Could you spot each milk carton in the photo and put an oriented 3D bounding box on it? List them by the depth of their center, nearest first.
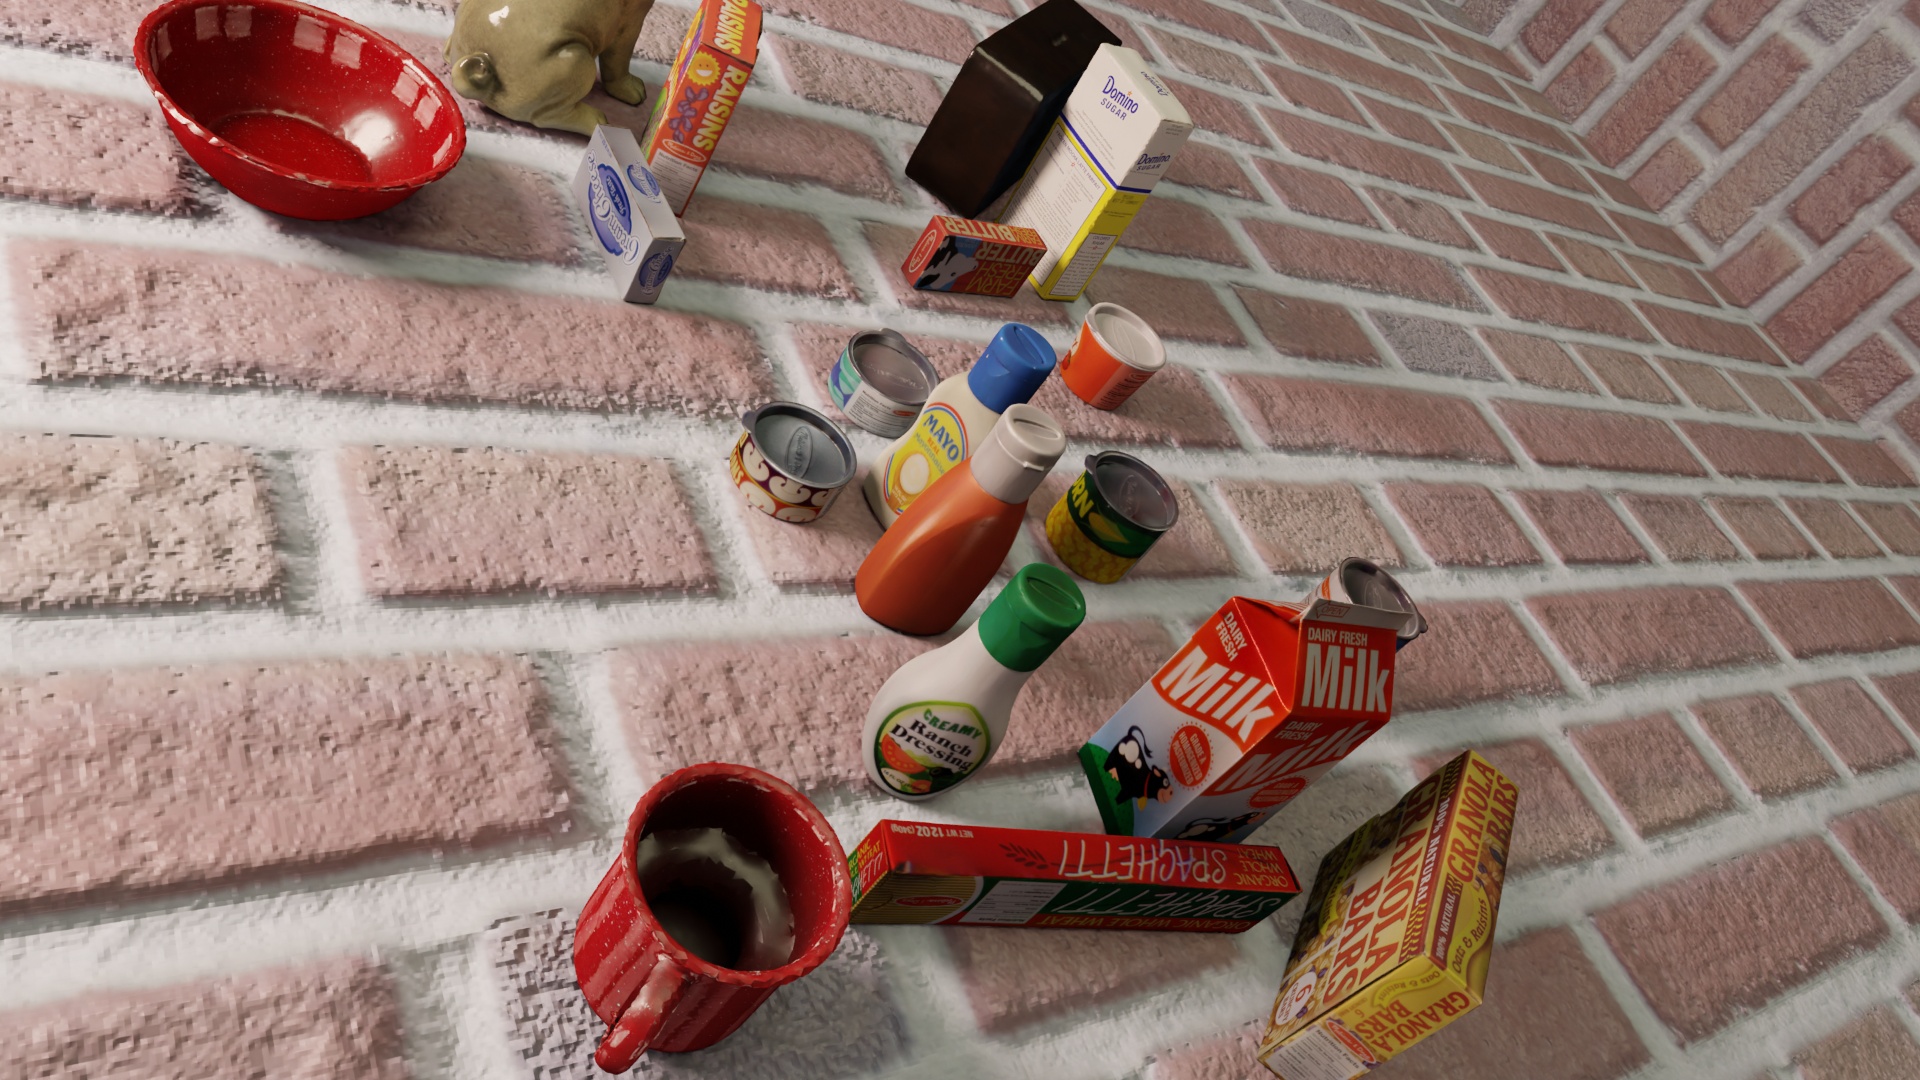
[{"bbox_3d":[0.148,0.091,0.718,0.072,0.189,0.074,8,46,-33],"label":"milk carton"}]

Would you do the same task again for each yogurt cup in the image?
[{"bbox_3d":[0.111,-0.134,1.030,0.072,0.053,0.073,22,40,-20],"label":"yogurt cup"}]

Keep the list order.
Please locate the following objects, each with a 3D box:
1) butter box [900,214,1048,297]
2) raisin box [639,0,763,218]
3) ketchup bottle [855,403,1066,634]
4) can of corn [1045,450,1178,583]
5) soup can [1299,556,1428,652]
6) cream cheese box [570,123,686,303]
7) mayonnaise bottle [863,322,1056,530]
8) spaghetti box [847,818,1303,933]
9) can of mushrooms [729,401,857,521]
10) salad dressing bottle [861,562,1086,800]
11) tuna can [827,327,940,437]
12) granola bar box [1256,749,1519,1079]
[{"bbox_3d":[0.011,-0.209,1.028,0.104,0.053,0.024,-3,54,-41],"label":"butter box"},{"bbox_3d":[-0.171,-0.285,0.903,0.040,0.122,0.086,21,41,-22],"label":"raisin box"},{"bbox_3d":[0.003,-0.009,0.738,0.065,0.148,0.044,14,43,-28],"label":"ketchup bottle"},{"bbox_3d":[0.094,-0.016,0.892,0.071,0.058,0.071,22,40,-20],"label":"can of corn"},{"bbox_3d":[0.251,0.064,0.915,0.071,0.083,0.072,22,40,-20],"label":"soup can"},{"bbox_3d":[-0.203,-0.199,0.846,0.024,0.053,0.104,-3,53,-41],"label":"cream cheese box"},{"bbox_3d":[0.000,-0.059,0.788,0.041,0.147,0.065,-13,60,-46],"label":"mayonnaise bottle"},{"bbox_3d":[0.060,0.168,0.682,0.250,0.050,0.029,11,45,-31],"label":"spaghetti box"},{"bbox_3d":[-0.097,-0.046,0.789,0.071,0.033,0.071,22,40,-20],"label":"can of mushrooms"},{"bbox_3d":[0.005,0.068,0.661,0.064,0.147,0.044,29,38,-12],"label":"salad dressing bottle"},{"bbox_3d":[-0.049,-0.101,0.886,0.071,0.032,0.071,22,40,-20],"label":"tuna can"},{"bbox_3d":[0.225,0.197,0.724,0.039,0.123,0.166,40,38,2],"label":"granola bar box"}]
